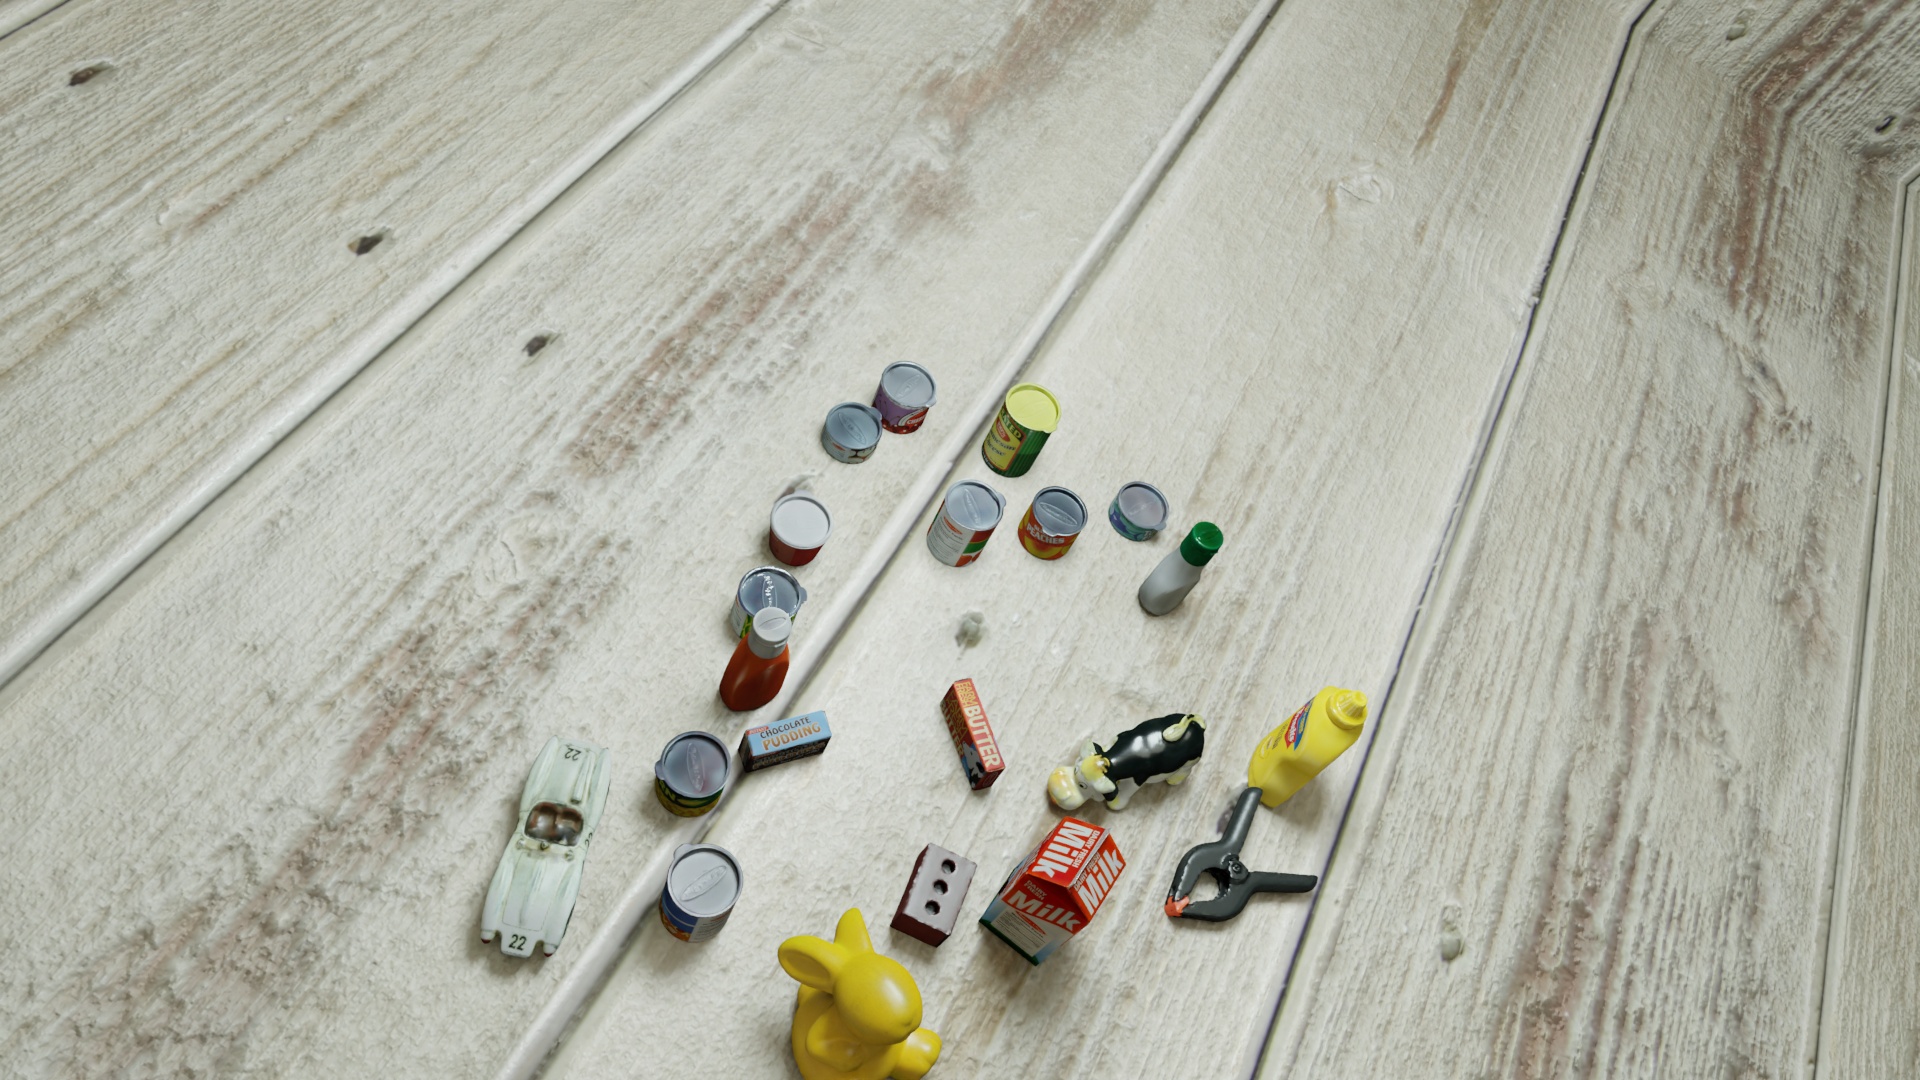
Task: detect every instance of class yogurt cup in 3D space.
[{"bbox_3d":[-0.174,-0.009,1.486,0.072,0.053,0.073,9,57,-13],"label":"yogurt cup"}]

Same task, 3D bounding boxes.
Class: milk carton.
[{"bbox_3d":[0.090,0.321,1.285,0.073,0.189,0.073,37,55,6],"label":"milk carton"}]

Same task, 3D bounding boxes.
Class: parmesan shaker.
[{"bbox_3d":[0.070,-0.124,1.611,0.071,0.102,0.071,9,57,-13],"label":"parmesan shaker"}]

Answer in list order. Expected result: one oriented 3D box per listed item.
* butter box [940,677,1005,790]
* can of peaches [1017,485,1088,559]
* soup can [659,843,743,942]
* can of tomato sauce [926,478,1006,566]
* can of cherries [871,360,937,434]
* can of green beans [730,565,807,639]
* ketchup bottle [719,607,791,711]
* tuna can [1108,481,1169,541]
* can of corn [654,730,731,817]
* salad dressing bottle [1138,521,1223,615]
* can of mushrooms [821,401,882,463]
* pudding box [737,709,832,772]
[{"bbox_3d":[0.012,0.198,1.420,0.024,0.052,0.104,-10,63,-24],"label":"butter box"},{"bbox_3d":[0.103,-0.018,1.583,0.071,0.057,0.071,9,57,-13],"label":"can of peaches"},{"bbox_3d":[-0.235,0.315,1.245,0.071,0.083,0.071,9,57,-13],"label":"soup can"},{"bbox_3d":[0.005,-0.019,1.535,0.071,0.082,0.071,9,57,-13],"label":"can of tomato sauce"},{"bbox_3d":[-0.065,-0.164,1.618,0.071,0.058,0.072,9,57,-13],"label":"can of cherries"},{"bbox_3d":[-0.200,0.068,1.427,0.071,0.057,0.071,9,57,-13],"label":"can of green beans"},{"bbox_3d":[-0.193,0.115,1.345,0.065,0.148,0.043,-21,68,-28],"label":"ketchup bottle"},{"bbox_3d":[0.212,-0.032,1.644,0.071,0.032,0.071,9,57,-13],"label":"tuna can"},{"bbox_3d":[-0.256,0.222,1.312,0.071,0.058,0.071,9,57,-13],"label":"can of corn"},{"bbox_3d":[0.246,0.031,1.545,0.064,0.147,0.044,-19,67,-27],"label":"salad dressing bottle"},{"bbox_3d":[-0.123,-0.124,1.588,0.071,0.033,0.071,9,57,-13],"label":"can of mushrooms"},{"bbox_3d":[-0.172,0.197,1.361,0.084,0.049,0.030,-11,64,-24],"label":"pudding box"}]
